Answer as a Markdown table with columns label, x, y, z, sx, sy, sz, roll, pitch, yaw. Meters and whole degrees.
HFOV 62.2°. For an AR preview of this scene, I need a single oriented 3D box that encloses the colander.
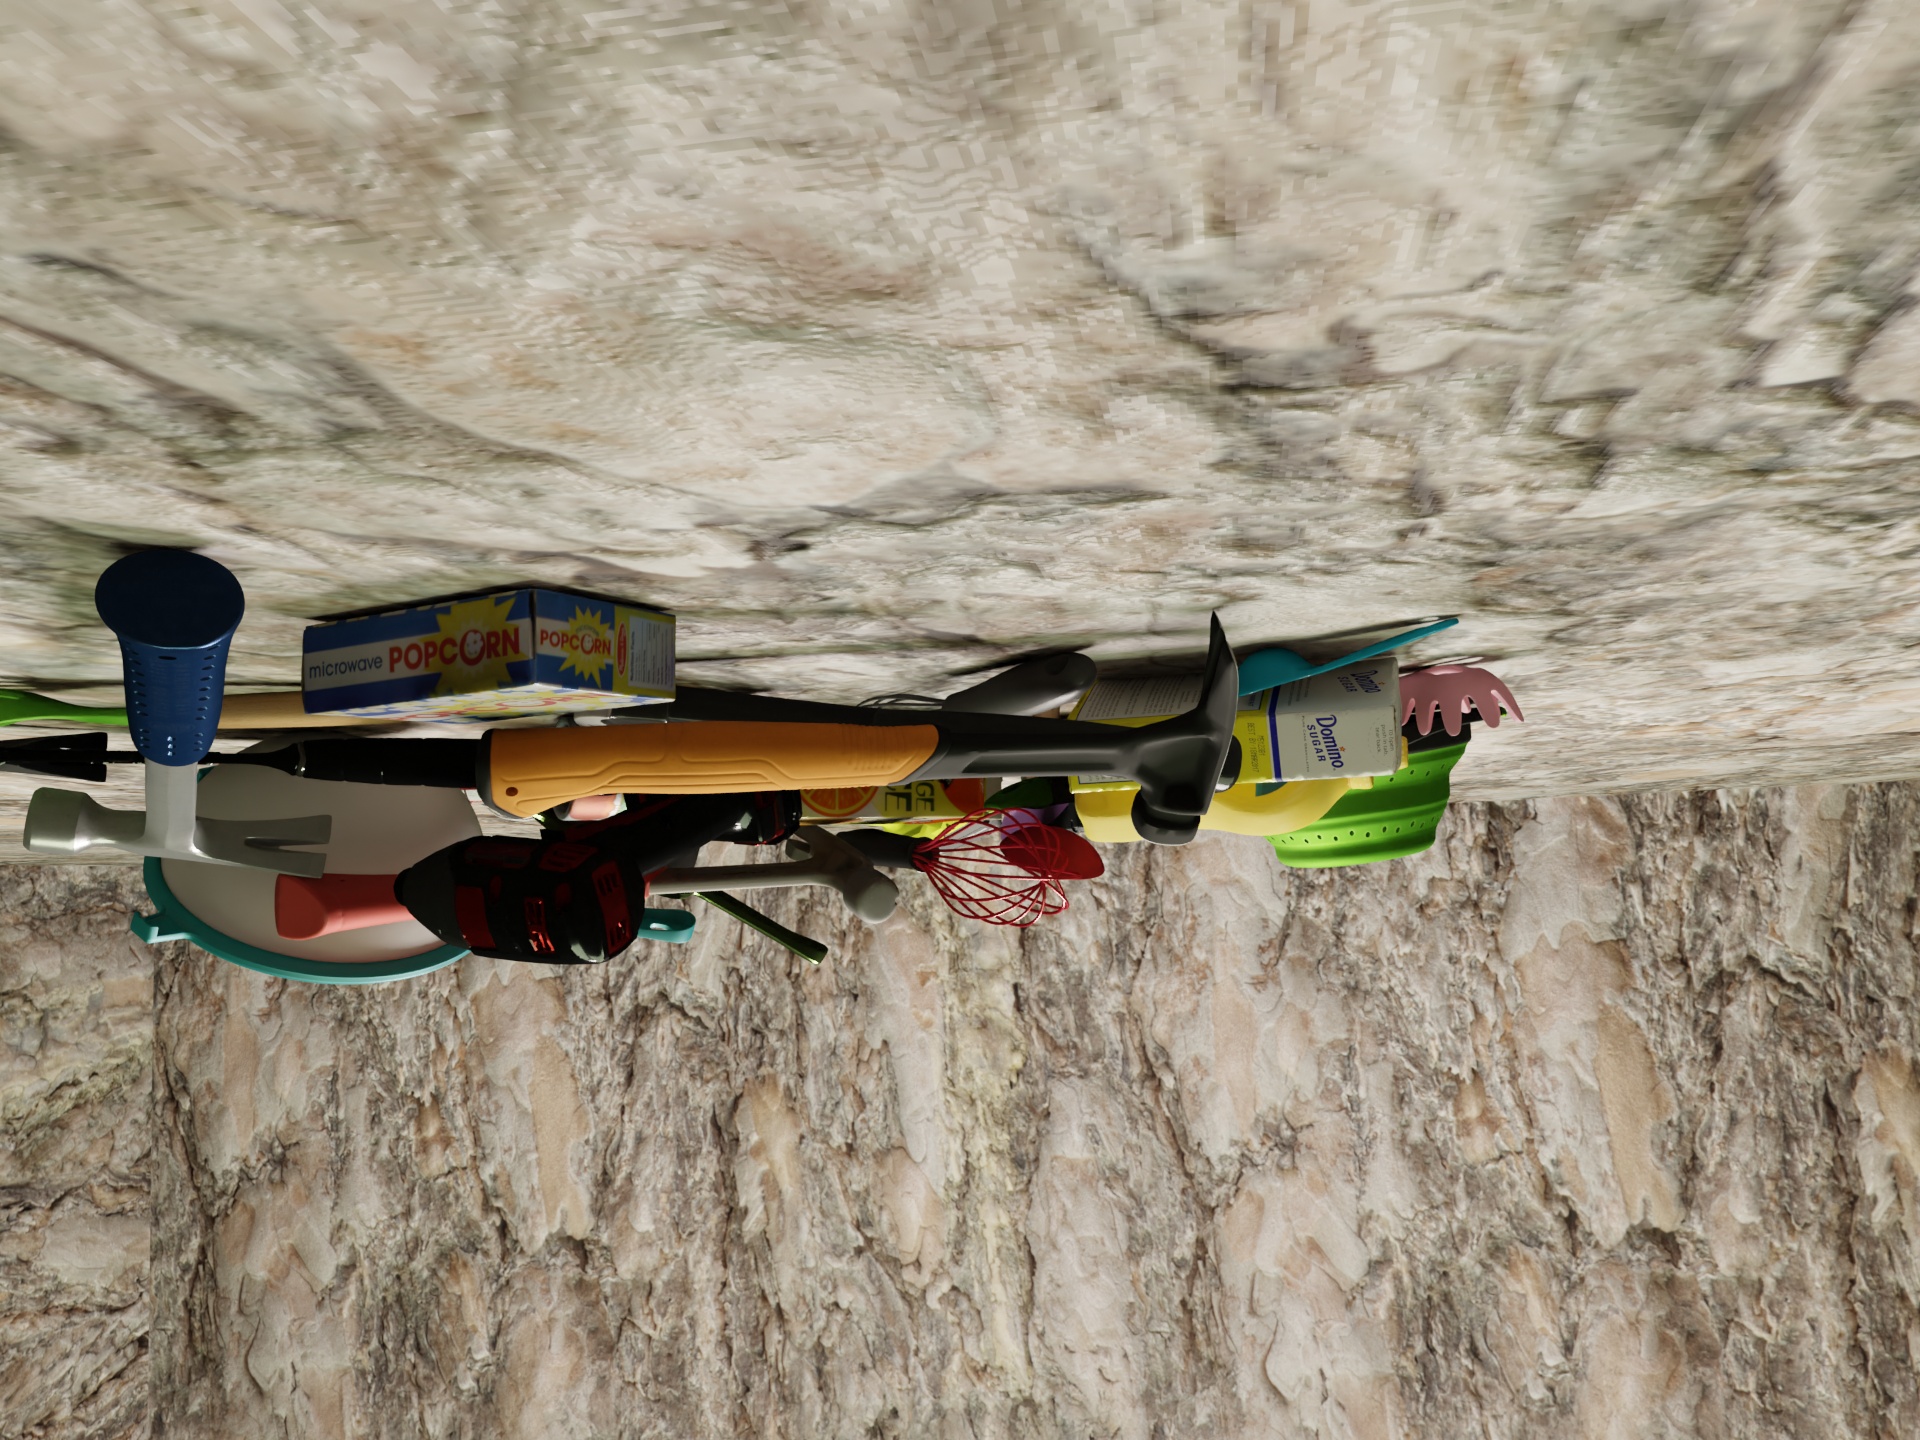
| label | x | y | z | sx | sy | sz | roll | pitch | yaw |
| --- | --- | --- | --- | --- | --- | --- | --- | --- | --- |
| colander | 0.201 | 0.062 | 1.092 | 0.397 | 0.094 | 0.204 | -8 | 180 | -25 |

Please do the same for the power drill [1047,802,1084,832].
| label | x | y | z | sx | sy | sz | roll | pitch | yaw |
| --- | --- | --- | --- | --- | --- | --- | --- | --- | --- |
| power drill | 0.165 | 0.046 | 1.295 | 0.226 | 0.080 | 0.188 | -3 | 175 | -21 |

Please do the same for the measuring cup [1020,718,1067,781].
| label | x | y | z | sx | sy | sz | roll | pitch | yaw |
| --- | --- | --- | --- | --- | --- | --- | --- | --- | --- |
| measuring cup | 0.112 | 0.007 | 1.123 | 0.167 | 0.038 | 0.083 | -25 | 160 | 34 |

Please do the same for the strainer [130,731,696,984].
| label | x | y | z | sx | sy | sz | roll | pitch | yaw |
| --- | --- | --- | --- | --- | --- | --- | --- | --- | --- |
| strainer | -0.328 | 0.078 | 1.013 | 0.340 | 0.095 | 0.211 | 11 | -157 | -18 |

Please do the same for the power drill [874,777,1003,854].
| label | x | y | z | sx | sy | sz | roll | pitch | yaw |
| --- | --- | --- | --- | --- | --- | --- | --- | --- | --- |
| power drill | -0.086 | 0.050 | 1.194 | 0.223 | 0.080 | 0.171 | 5 | 162 | -29 |

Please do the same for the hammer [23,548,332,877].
| label | x | y | z | sx | sy | sz | roll | pitch | yaw |
| --- | --- | --- | --- | --- | --- | --- | --- | --- | --- |
| hammer | -0.331 | 0.014 | 0.681 | 0.144 | 0.035 | 0.405 | 10 | 161 | -24 |

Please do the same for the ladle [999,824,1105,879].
| label | x | y | z | sx | sy | sz | roll | pitch | yaw |
| --- | --- | --- | --- | --- | --- | --- | --- | --- | --- |
| ladle | 0.065 | 0.092 | 1.131 | 0.069 | 0.031 | 0.315 | 14 | 176 | 4 |

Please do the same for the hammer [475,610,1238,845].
| label | x | y | z | sx | sy | sz | roll | pitch | yaw |
| --- | --- | --- | --- | --- | --- | --- | --- | --- | --- |
| hammer | -0.043 | 0.011 | 0.712 | 0.337 | 0.034 | 0.127 | -2 | 135 | -10 |

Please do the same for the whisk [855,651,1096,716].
| label | x | y | z | sx | sy | sz | roll | pitch | yaw |
| --- | --- | --- | --- | --- | --- | --- | --- | --- | --- |
| whisk | -0.002 | -0.003 | 0.893 | 0.055 | 0.055 | 0.239 | 2 | 168 | -34 |

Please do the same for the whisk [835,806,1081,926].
| label | x | y | z | sx | sy | sz | roll | pitch | yaw |
| --- | --- | --- | --- | --- | --- | --- | --- | --- | --- |
| whisk | -0.015 | 0.086 | 1.007 | 0.073 | 0.073 | 0.296 | 1 | 179 | -27 |

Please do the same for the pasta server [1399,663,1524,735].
| label | x | y | z | sx | sy | sz | roll | pitch | yaw |
| --- | --- | --- | --- | --- | --- | --- | --- | --- | --- |
| pasta server | 0.229 | -0.002 | 1.030 | 0.060 | 0.040 | 0.316 | -10 | 179 | -29 |

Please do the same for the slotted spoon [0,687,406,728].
| label | x | y | z | sx | sy | sz | roll | pitch | yaw |
| --- | --- | --- | --- | --- | --- | --- | --- | --- | --- |
| slotted spoon | -0.366 | -0.005 | 0.812 | 0.313 | 0.031 | 0.070 | -3 | -177 | -19 |

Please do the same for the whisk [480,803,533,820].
| label | x | y | z | sx | sy | sz | roll | pitch | yaw |
| --- | --- | --- | --- | --- | --- | --- | --- | --- | --- |
| whisk | -0.264 | 0.044 | 1.265 | 0.246 | 0.057 | 0.059 | -5 | -152 | 1 |

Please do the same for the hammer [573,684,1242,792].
| label | x | y | z | sx | sy | sz | roll | pitch | yaw |
| --- | --- | --- | --- | --- | --- | --- | --- | --- | --- |
| hammer | -0.027 | 0.004 | 0.796 | 0.334 | 0.035 | 0.146 | 6 | 173 | -1 |

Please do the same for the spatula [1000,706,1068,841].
| label | x | y | z | sx | sy | sz | roll | pitch | yaw |
| --- | --- | --- | --- | --- | --- | --- | --- | --- | --- |
| spatula | 0.054 | 0.033 | 1.069 | 0.060 | 0.018 | 0.315 | -25 | 163 | -7 |

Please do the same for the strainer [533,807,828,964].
| label | x | y | z | sx | sy | sz | roll | pitch | yaw |
| --- | --- | --- | --- | --- | --- | --- | --- | --- | --- |
| strainer | -0.189 | 0.082 | 1.111 | 0.256 | 0.069 | 0.151 | 33 | -178 | -14 |

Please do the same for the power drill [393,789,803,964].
| label | x | y | z | sx | sy | sz | roll | pitch | yaw |
| --- | --- | --- | --- | --- | --- | --- | --- | --- | --- |
| power drill | -0.196 | 0.064 | 0.876 | 0.143 | 0.078 | 0.220 | 1 | -160 | 27 |

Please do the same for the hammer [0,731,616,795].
| label | x | y | z | sx | sy | sz | roll | pitch | yaw |
| --- | --- | --- | --- | --- | --- | --- | --- | --- | --- |
| hammer | -0.374 | 0.023 | 0.869 | 0.409 | 0.036 | 0.149 | 1 | 179 | 12 |

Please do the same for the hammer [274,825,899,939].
| label | x | y | z | sx | sy | sz | roll | pitch | yaw |
| --- | --- | --- | --- | --- | --- | --- | --- | --- | --- |
| hammer | -0.224 | 0.097 | 0.968 | 0.359 | 0.036 | 0.149 | 0 | -167 | -32 |

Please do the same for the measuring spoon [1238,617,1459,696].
| label | x | y | z | sx | sy | sz | roll | pitch | yaw |
| --- | --- | --- | --- | --- | --- | --- | --- | --- | --- |
| measuring spoon | 0.190 | -0.038 | 0.800 | 0.128 | 0.021 | 0.042 | -21 | 176 | 43 |
